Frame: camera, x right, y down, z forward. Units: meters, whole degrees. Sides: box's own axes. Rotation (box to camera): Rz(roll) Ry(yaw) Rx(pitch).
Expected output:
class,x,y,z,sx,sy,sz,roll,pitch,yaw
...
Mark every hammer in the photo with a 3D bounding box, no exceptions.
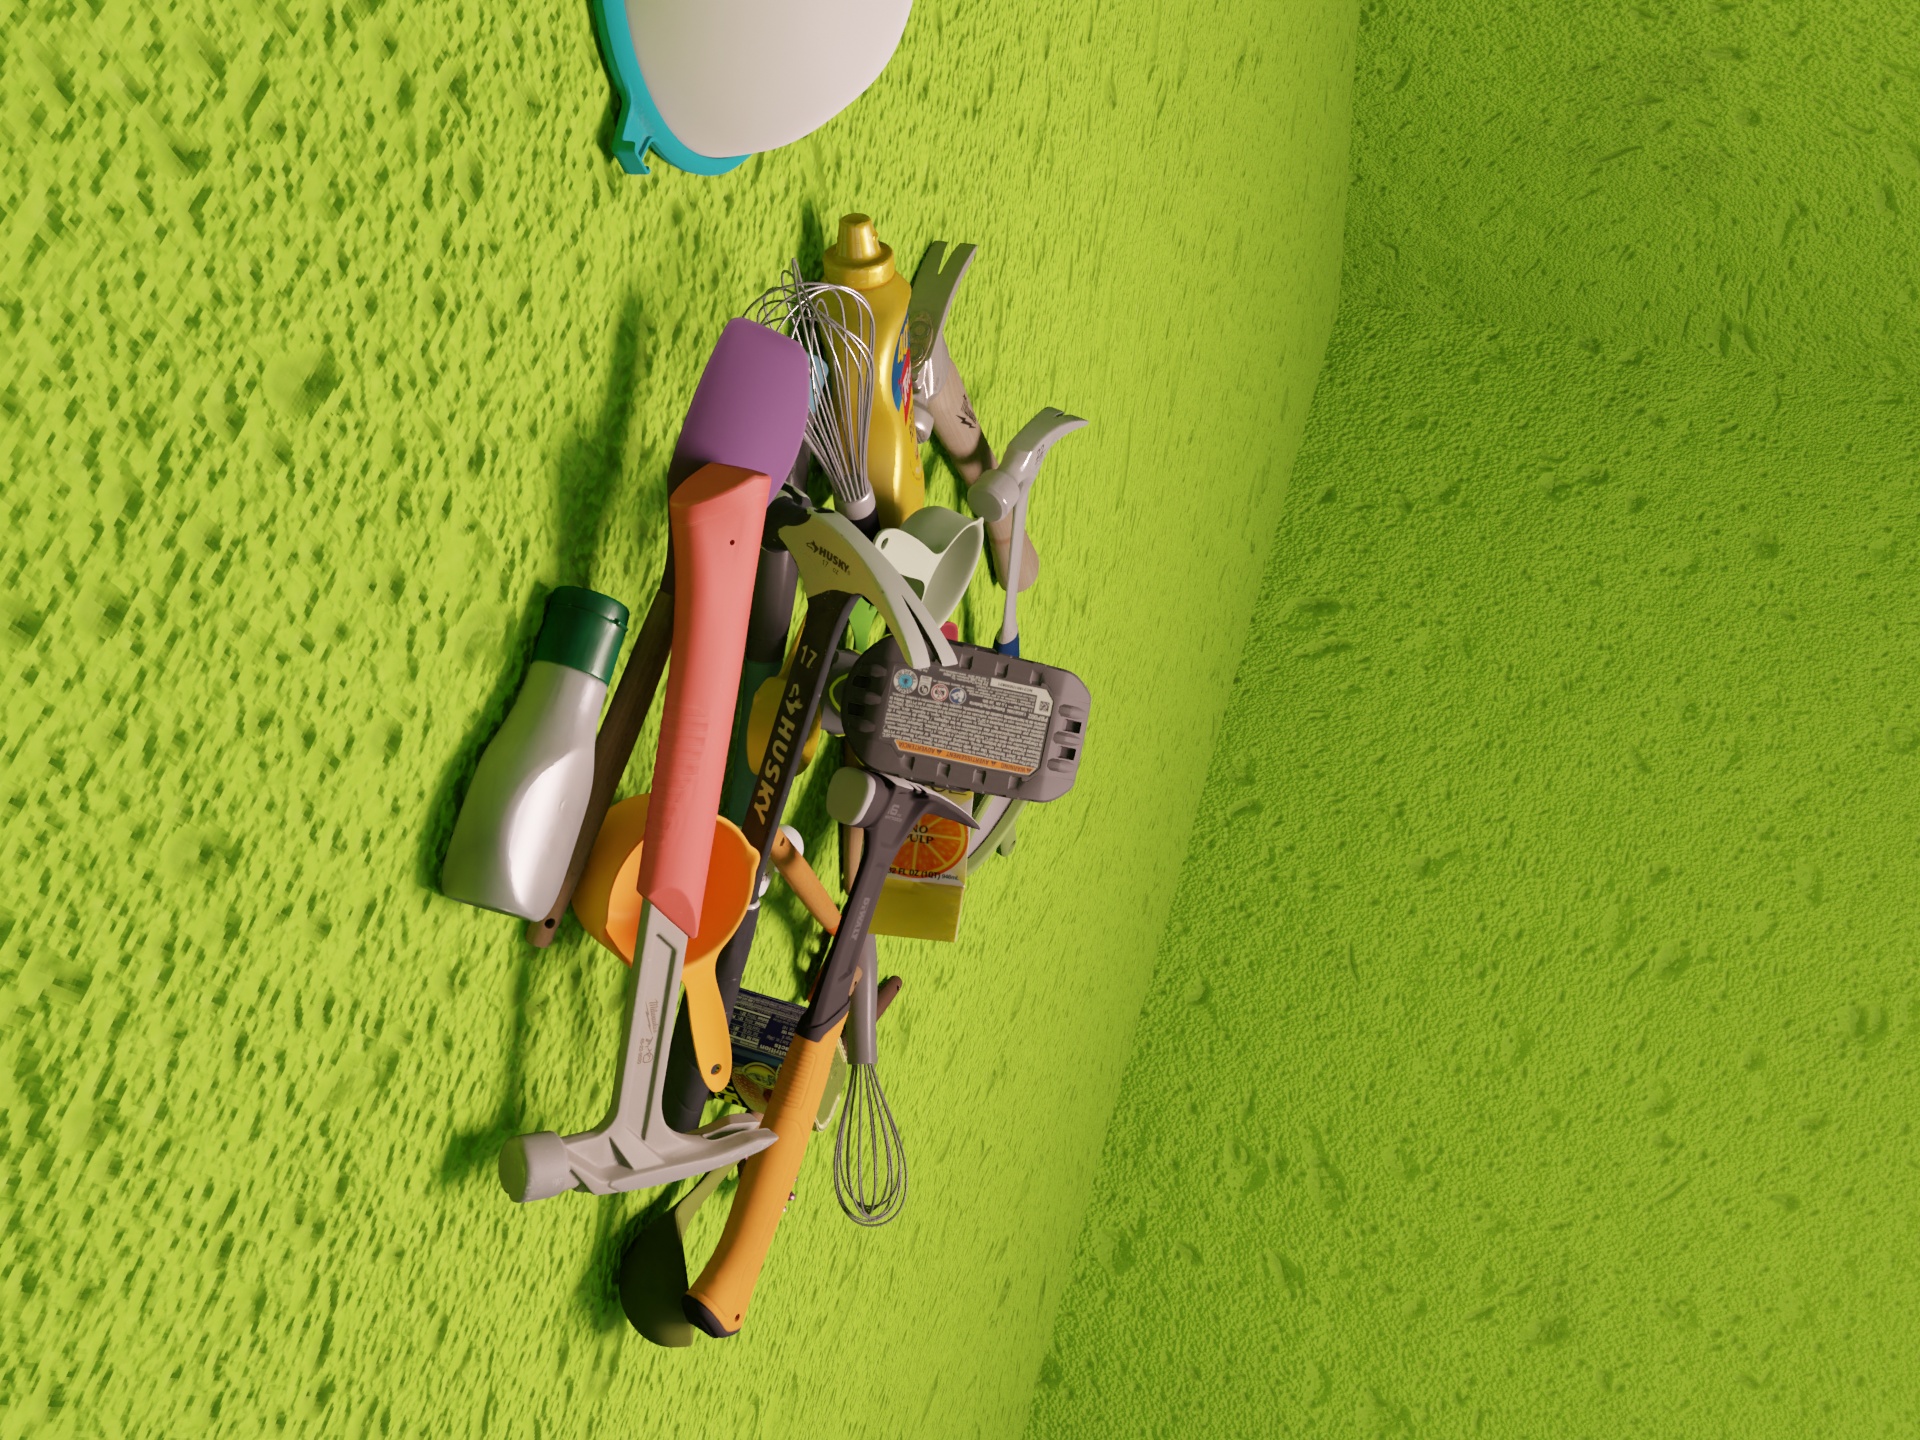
class,x,y,z,sx,sy,sz,roll,pitch,yaw
hammer,0.017,-0.206,1.247,0.410,0.038,0.146,54,50,-70
hammer,0.044,-0.084,1.339,0.144,0.035,0.405,-54,160,-35
hammer,-0.128,0.058,0.766,0.149,0.037,0.359,-1,107,-43
hammer,-0.113,-0.050,0.933,0.128,0.033,0.331,-34,135,-68
hammer,-0.112,0.085,0.856,0.036,0.149,0.408,-8,125,-46
hammer,-0.084,0.195,0.927,0.127,0.034,0.337,22,88,-59

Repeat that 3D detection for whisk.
class,x,y,z,sx,sy,sz,roll,pitch,yaw
whisk,-0.071,0.256,1.198,0.055,0.055,0.239,37,48,-72
whisk,-0.064,-0.144,0.877,0.284,0.070,0.070,78,30,-62

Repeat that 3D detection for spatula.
class,x,y,z,sx,sy,sz,roll,pitch,yaw
spatula,-0.144,-0.036,0.758,0.059,0.018,0.316,19,97,-34
spatula,-0.099,0.121,1.050,0.322,0.041,0.081,73,39,-66

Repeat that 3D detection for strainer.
class,x,y,z,sx,sy,sz,roll,pitch,yaw
strainer,0.017,0.071,1.406,0.151,0.069,0.256,-55,167,-13
strainer,-0.052,-0.377,0.773,0.340,0.095,0.210,-47,146,-58

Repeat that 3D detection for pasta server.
class,x,y,z,sx,sy,sz,roll,pitch,yaw
pasta server,-0.098,0.271,1.222,0.316,0.040,0.060,-43,129,-65

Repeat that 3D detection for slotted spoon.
class,x,y,z,sx,sy,sz,roll,pitch,yaw
slotted spoon,-0.072,-0.001,1.123,0.070,0.031,0.313,-62,160,-55

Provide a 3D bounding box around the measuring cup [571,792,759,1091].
class,x,y,z,sx,sy,sz,roll,pitch,yaw
measuring cup,-0.152,0.117,0.832,0.095,0.052,0.173,-27,125,-34

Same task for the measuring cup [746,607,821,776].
class,x,y,z,sx,sy,sz,roll,pitch,yaw
measuring cup,-0.084,-0.035,0.927,0.062,0.029,0.157,81,25,-55

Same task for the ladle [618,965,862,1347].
class,x,y,z,sx,sy,sz,roll,pitch,yaw
ladle,-0.128,0.273,1.057,0.320,0.062,0.078,-54,157,-49

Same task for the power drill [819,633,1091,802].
class,x,y,z,sx,sy,sz,roll,pitch,yaw
power drill,-0.002,-0.003,0.966,0.223,0.171,0.080,-165,-94,-83

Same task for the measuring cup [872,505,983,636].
class,x,y,z,sx,sy,sz,roll,pitch,yaw
measuring cup,-0.033,-0.094,0.899,0.083,0.038,0.167,-63,164,4

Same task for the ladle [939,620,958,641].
class,x,y,z,sx,sy,sz,roll,pitch,yaw
ladle,0.024,-0.028,1.299,0.069,0.031,0.315,-48,152,10
